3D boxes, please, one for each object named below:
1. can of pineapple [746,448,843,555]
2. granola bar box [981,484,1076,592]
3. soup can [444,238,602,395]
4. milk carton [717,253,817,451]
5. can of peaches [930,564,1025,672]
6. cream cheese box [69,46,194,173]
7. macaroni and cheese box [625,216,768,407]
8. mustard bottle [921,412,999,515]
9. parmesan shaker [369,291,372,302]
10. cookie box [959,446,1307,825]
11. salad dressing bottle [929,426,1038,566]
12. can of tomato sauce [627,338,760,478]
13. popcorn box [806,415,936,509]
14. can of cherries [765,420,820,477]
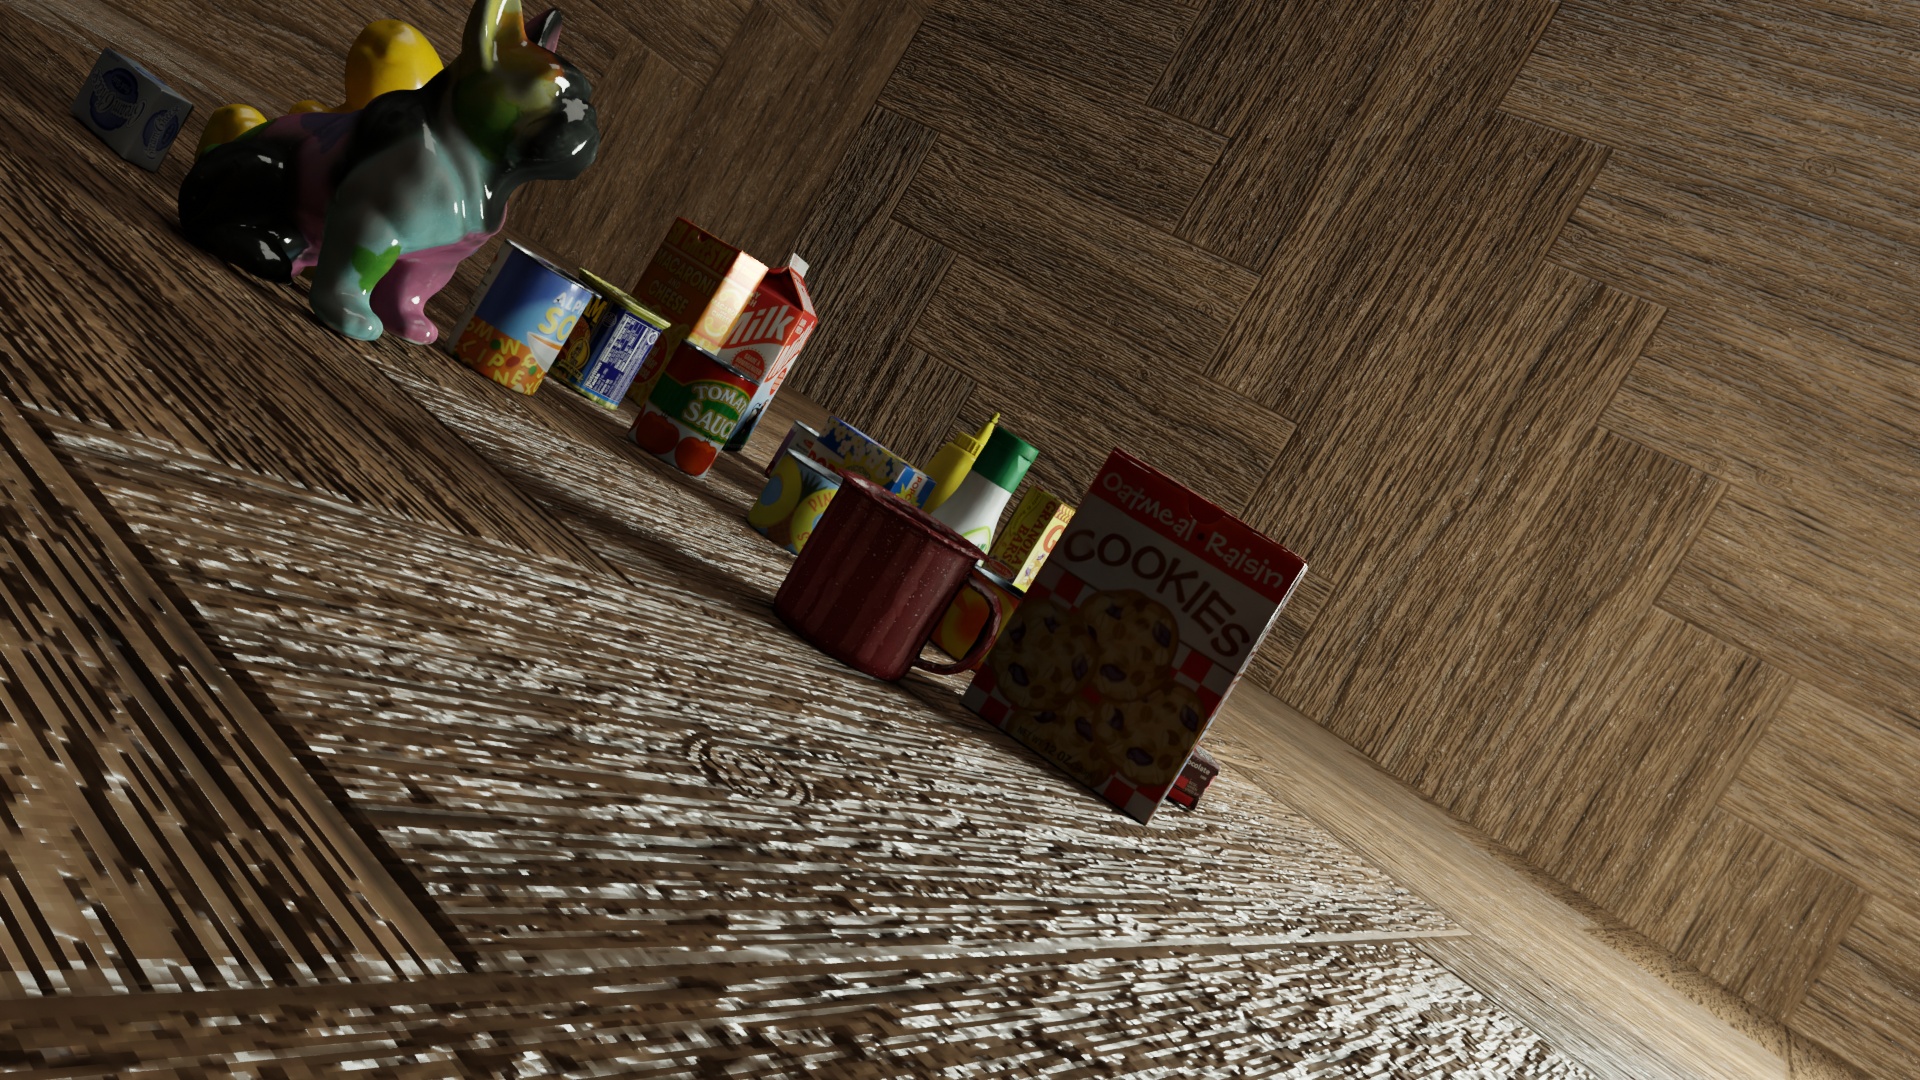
[{"bbox_3d":[-0.106,-0.022,0.964,0.071,0.058,0.071,31,4,-2],"label":"can of pineapple"},{"bbox_3d":[0.079,0.035,1.163,0.039,0.124,0.165,34,4,36],"label":"granola bar box"},{"bbox_3d":[-0.292,-0.147,0.927,0.071,0.083,0.071,31,3,-2],"label":"soup can"},{"bbox_3d":[-0.198,-0.184,1.316,0.073,0.190,0.072,31,3,2],"label":"milk carton"},{"bbox_3d":[0.019,0.056,0.935,0.071,0.058,0.071,31,4,-2],"label":"can of peaches"},{"bbox_3d":[-0.554,-0.288,0.927,0.104,0.053,0.024,34,4,33],"label":"cream cheese box"},{"bbox_3d":[-0.262,-0.205,1.279,0.040,0.166,0.124,28,5,-47],"label":"macaroni and cheese box"},{"bbox_3d":[-0.009,-0.043,1.216,0.065,0.160,0.049,28,5,-44],"label":"mustard bottle"},{"bbox_3d":[-0.379,-0.210,0.919,0.071,0.103,0.071,31,3,-2],"label":"parmesan shaker"},{"bbox_3d":[0.096,0.051,0.768,0.123,0.167,0.040,32,3,14],"label":"cookie box"},{"bbox_3d":[0.004,-0.013,1.020,0.044,0.147,0.064,34,4,39],"label":"salad dressing bottle"},{"bbox_3d":[-0.196,-0.096,1.025,0.071,0.083,0.071,31,3,-2],"label":"can of tomato sauce"},{"bbox_3d":[-0.087,-0.042,1.153,0.038,0.085,0.127,28,5,-43],"label":"popcorn box"},{"bbox_3d":[-0.141,-0.072,1.311,0.071,0.058,0.071,31,4,-2],"label":"can of cherries"}]
